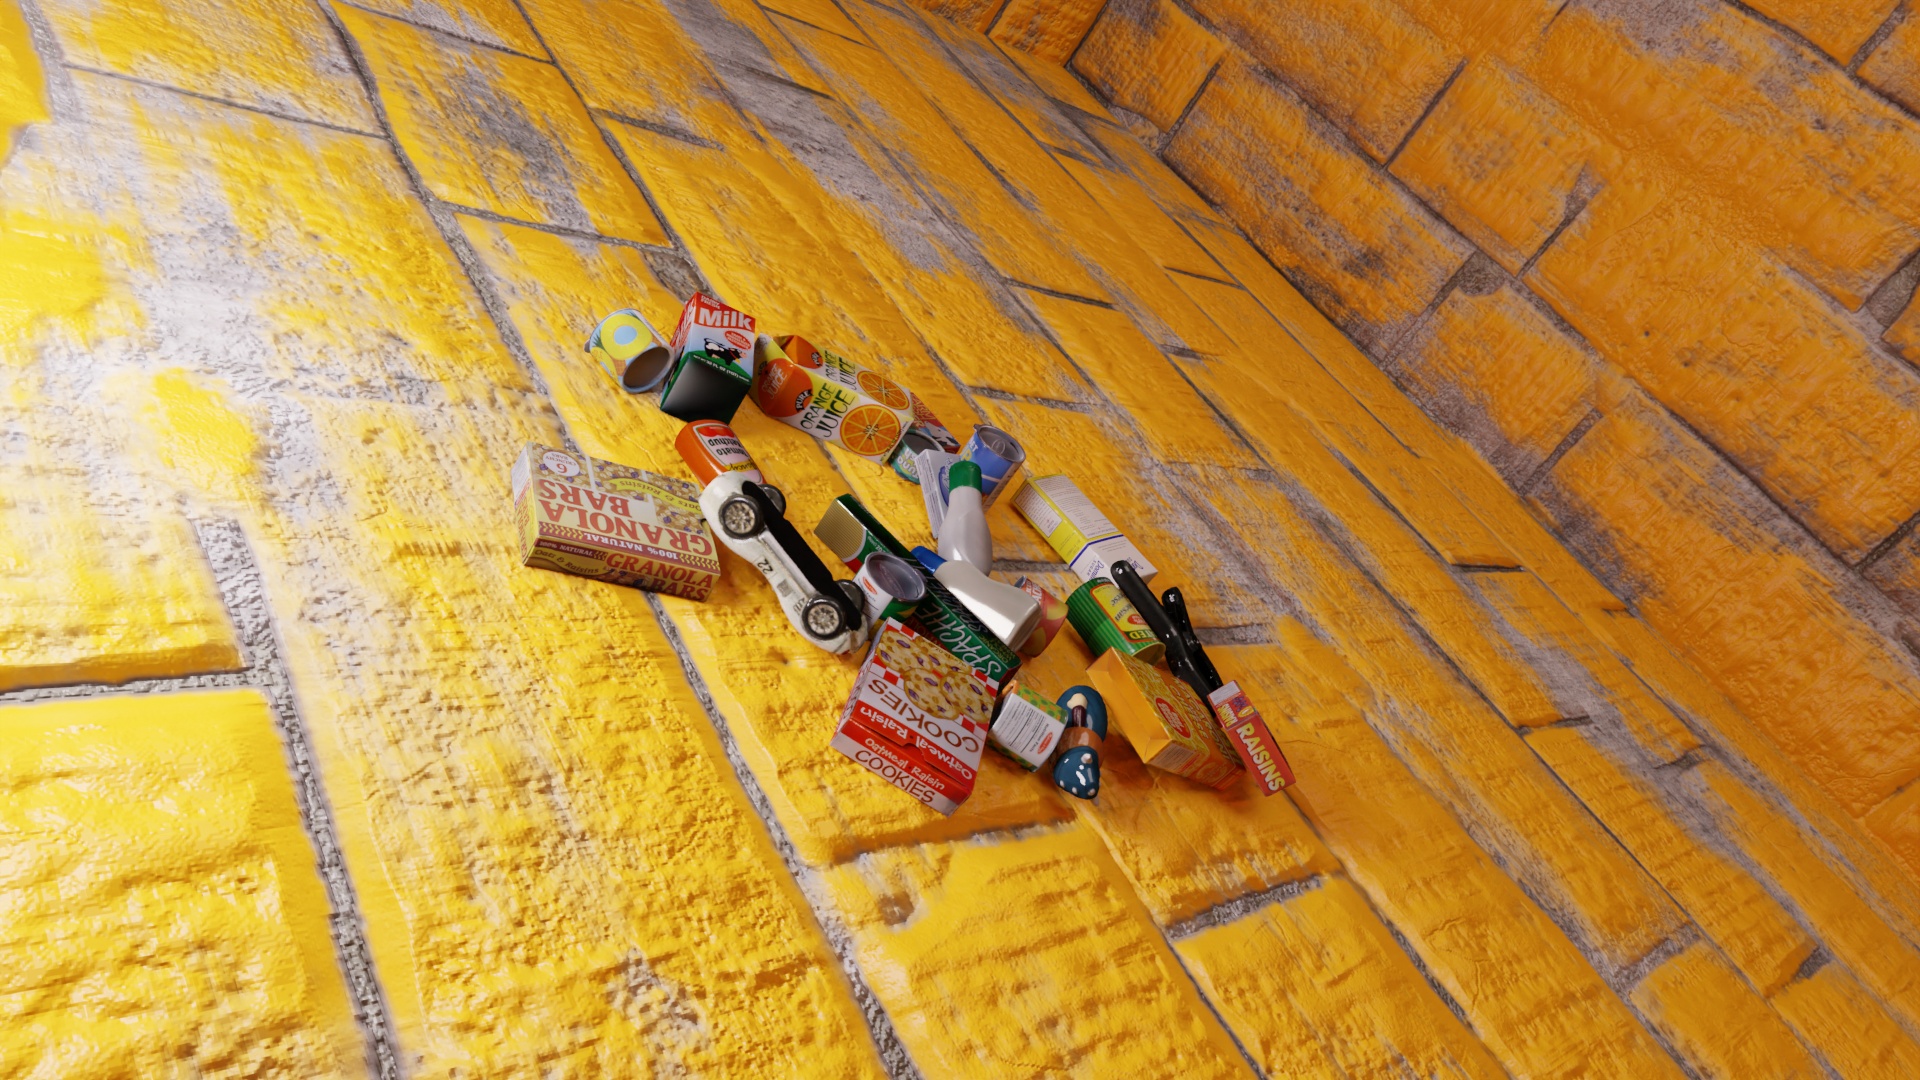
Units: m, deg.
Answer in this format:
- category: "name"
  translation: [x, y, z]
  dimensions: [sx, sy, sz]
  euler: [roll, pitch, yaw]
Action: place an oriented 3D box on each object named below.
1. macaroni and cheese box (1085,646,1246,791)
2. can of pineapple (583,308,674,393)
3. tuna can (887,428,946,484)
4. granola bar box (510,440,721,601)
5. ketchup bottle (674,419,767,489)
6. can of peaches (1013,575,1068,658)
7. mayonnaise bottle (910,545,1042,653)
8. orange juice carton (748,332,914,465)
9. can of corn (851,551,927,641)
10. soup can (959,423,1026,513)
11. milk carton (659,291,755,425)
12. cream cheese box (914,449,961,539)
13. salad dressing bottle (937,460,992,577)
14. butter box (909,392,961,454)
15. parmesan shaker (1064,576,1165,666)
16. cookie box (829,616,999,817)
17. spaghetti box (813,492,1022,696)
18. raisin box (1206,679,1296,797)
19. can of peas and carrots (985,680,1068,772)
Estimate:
- category: "macaroni and cheese box"
  translation: [0.212, 0.183, 1.413]
  dimensions: [0.166, 0.040, 0.124]
  euler: [26, 26, -48]
- category: "can of pineapple"
  translation: [-0.333, -0.190, 1.403]
  dimensions: [0.058, 0.070, 0.071]
  euler: [46, 29, 19]
- category: "tuna can"
  translation: [-0.051, -0.096, 1.602]
  dimensions: [0.071, 0.032, 0.071]
  euler: [27, 29, -16]
- category: "granola bar box"
  translation: [-0.297, -0.017, 1.202]
  dimensions: [0.165, 0.039, 0.125]
  euler: [15, 35, -34]
- category: "ketchup bottle"
  translation: [-0.216, -0.053, 1.343]
  dimensions: [0.065, 0.043, 0.149]
  euler: [-2, 46, -50]
- category: "can of peaches"
  translation: [0.072, 0.078, 1.430]
  dimensions: [0.058, 0.071, 0.071]
  euler: [35, 28, -4]
- category: "mayonnaise bottle"
  translation: [0.008, 0.054, 1.391]
  dimensions: [0.148, 0.065, 0.041]
  euler: [31, -17, 27]
- category: "orange juice carton"
  translation: [-0.153, -0.164, 1.553]
  dimensions: [0.193, 0.071, 0.073]
  euler: [23, 29, -22]
- category: "can of corn"
  translation: [-0.073, 0.054, 1.319]
  dimensions: [0.071, 0.058, 0.071]
  euler: [27, 29, -16]
- category: "soup can"
  translation: [0.024, -0.084, 1.611]
  dimensions: [0.071, 0.083, 0.072]
  euler: [27, 29, -16]
- category: "milk carton"
  translation: [-0.267, -0.199, 1.480]
  dimensions: [0.072, 0.073, 0.191]
  euler: [24, 30, -21]
- category: "cream cheese box"
  translation: [-0.015, -0.049, 1.545]
  dimensions: [0.053, 0.024, 0.104]
  euler: [7, 58, -41]
- category: "salad dressing bottle"
  translation: [0.005, -0.019, 1.490]
  dimensions: [0.064, 0.044, 0.148]
  euler: [31, 43, -34]
- category: "butter box"
  translation: [-0.050, -0.139, 1.677]
  dimensions: [0.053, 0.024, 0.104]
  euler: [-7, 50, -51]
- category: "parmesan shaker"
  translation: [0.164, 0.097, 1.506]
  dimensions: [0.071, 0.071, 0.103]
  euler: [1, 43, -47]
- category: "cookie box"
  translation: [-0.037, 0.152, 1.229]
  dimensions: [0.123, 0.040, 0.168]
  euler: [32, 28, -7]
- category: "spaghetti box"
  translation: [-0.043, 0.054, 1.362]
  dimensions: [0.250, 0.050, 0.029]
  euler: [44, 30, 15]
- category: "raisin box"
  translation: [0.304, 0.205, 1.453]
  dimensions: [0.086, 0.040, 0.123]
  euler: [59, 6, -8]
- category: "can of peas and carrots"
  translation: [0.057, 0.170, 1.280]
  dimensions: [0.059, 0.070, 0.071]
  euler: [32, 28, -6]
